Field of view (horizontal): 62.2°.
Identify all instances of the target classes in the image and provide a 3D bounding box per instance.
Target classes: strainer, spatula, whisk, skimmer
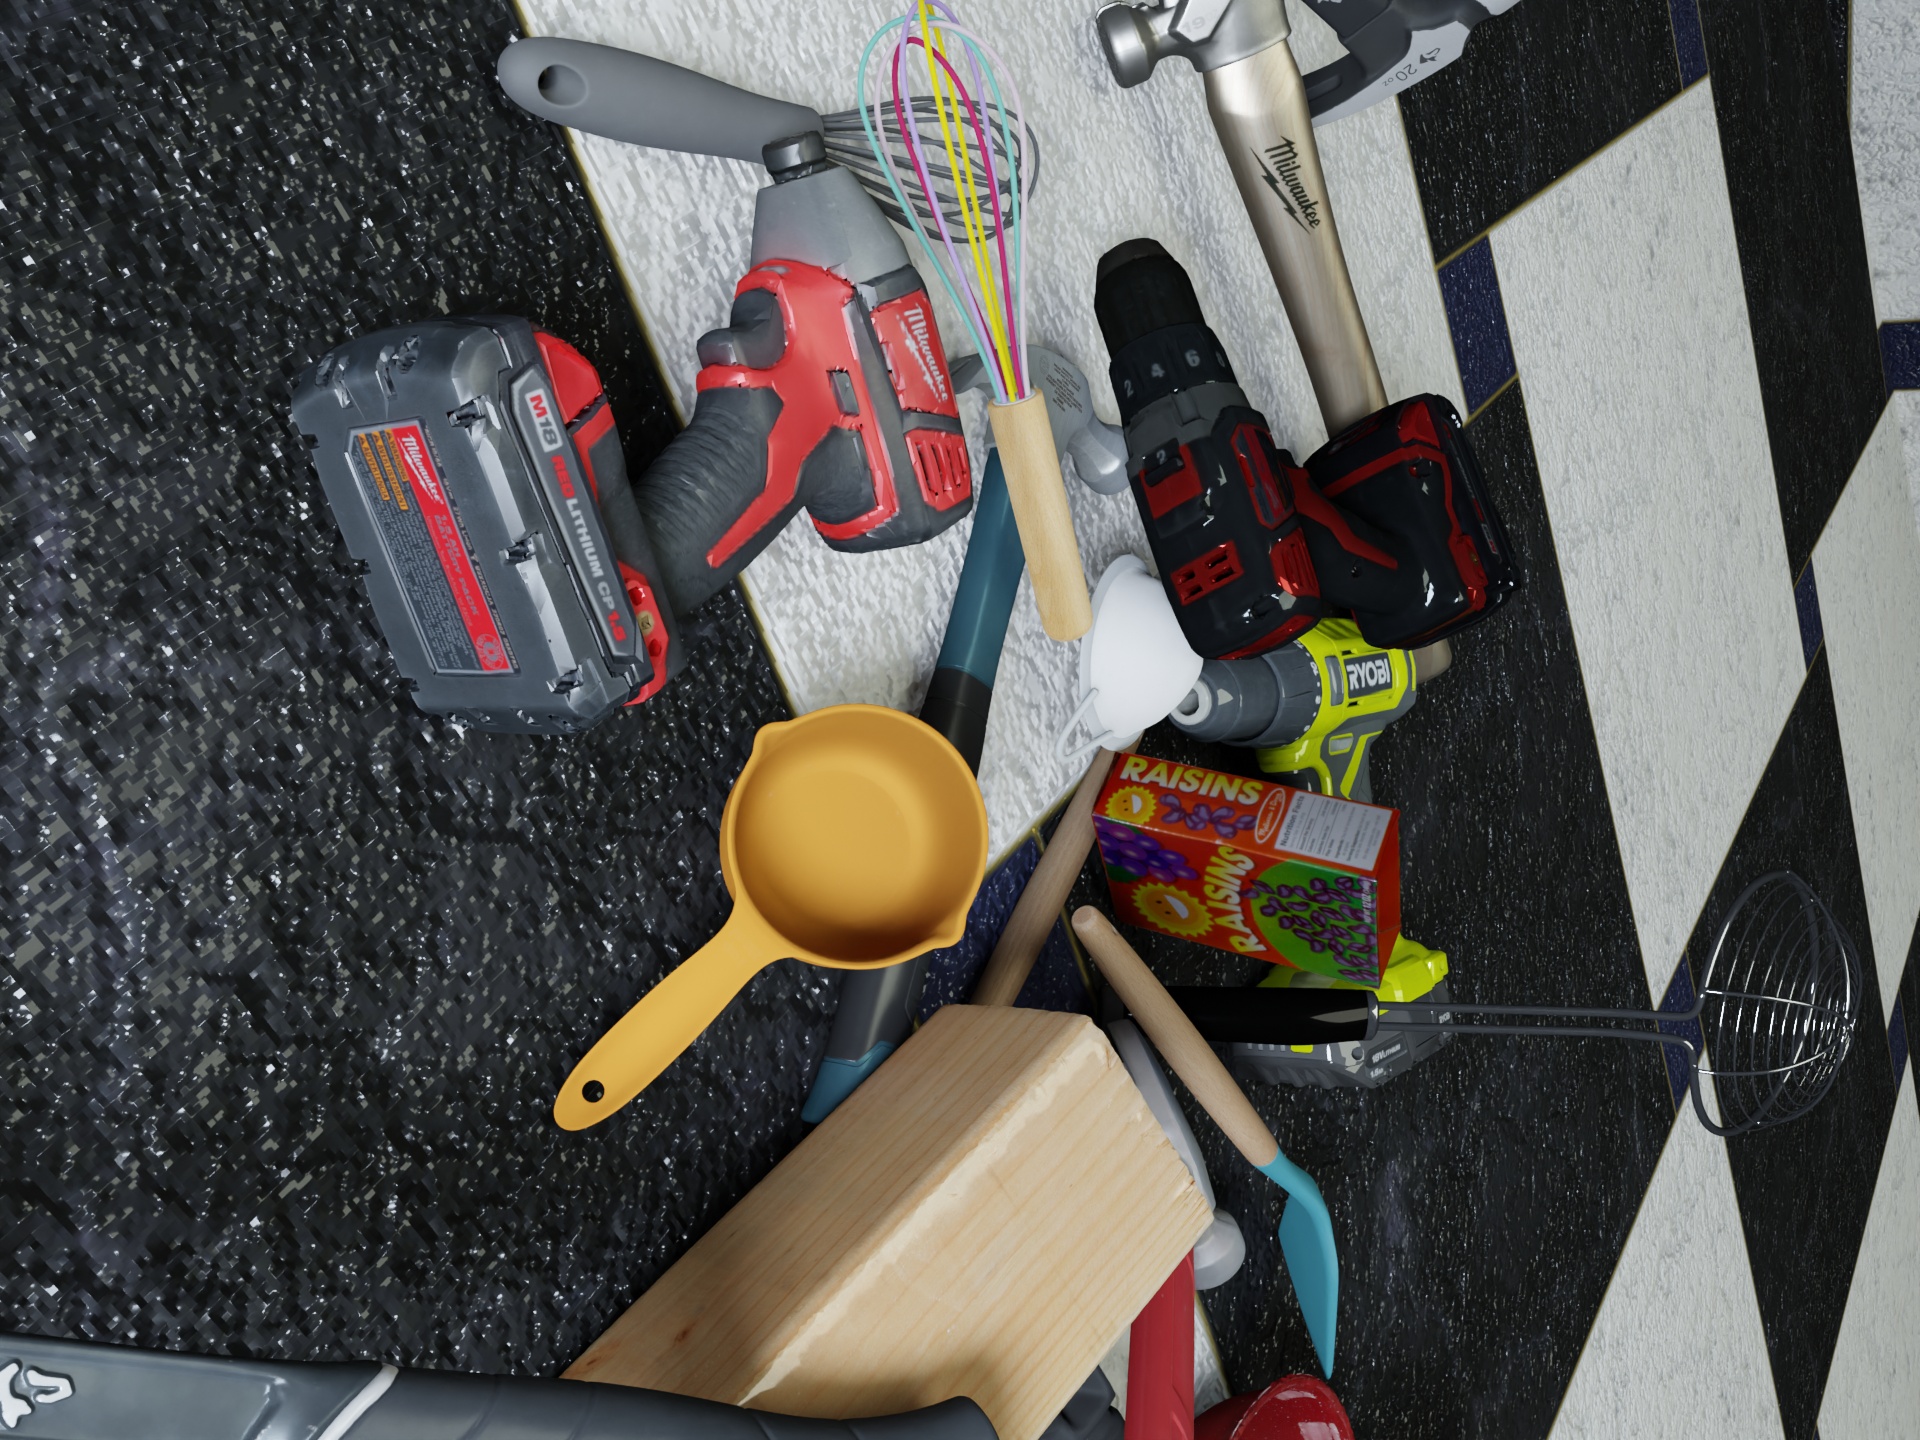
[{"bbox_3d":[0.101,-0.078,0.735,0.086,0.050,0.259,67,34,-41],"label":"strainer"},{"bbox_3d":[0.015,0.113,0.650,0.316,0.018,0.059,-60,145,-33],"label":"spatula"},{"bbox_3d":[-0.056,-0.210,0.567,0.239,0.055,0.055,-7,93,-46],"label":"whisk"},{"bbox_3d":[0.243,0.129,0.739,0.090,0.363,0.127,-93,-176,-80],"label":"skimmer"},{"bbox_3d":[0.116,0.186,0.711,0.317,0.044,0.082,54,15,-35],"label":"spatula"},{"bbox_3d":[0.013,-0.138,0.585,0.051,0.047,0.244,-24,117,-16],"label":"whisk"}]

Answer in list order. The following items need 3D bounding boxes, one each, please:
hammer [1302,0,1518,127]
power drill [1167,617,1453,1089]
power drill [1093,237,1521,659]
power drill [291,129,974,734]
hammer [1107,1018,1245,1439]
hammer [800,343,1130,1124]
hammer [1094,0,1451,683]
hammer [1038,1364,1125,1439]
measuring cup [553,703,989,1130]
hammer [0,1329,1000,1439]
[{"bbox_3d":[0.110,-0.389,0.736,0.334,0.146,0.035,20,59,-35],"label":"hammer"},{"bbox_3d":[0.174,0.062,0.799,0.190,0.080,0.228,-9,92,-50],"label":"power drill"},{"bbox_3d":[0.152,-0.118,0.730,0.226,0.080,0.188,-1,69,-47],"label":"power drill"},{"bbox_3d":[-0.082,-0.097,0.498,0.220,0.078,0.143,-38,121,-46],"label":"power drill"},{"bbox_3d":[0.063,0.274,0.557,0.387,0.038,0.143,-74,142,-61],"label":"hammer"},{"bbox_3d":[-0.001,-0.002,0.627,0.128,0.033,0.331,34,62,-44],"label":"hammer"},{"bbox_3d":[0.204,-0.193,0.824,0.038,0.146,0.410,-97,164,-57],"label":"hammer"},{"bbox_3d":[-0.051,0.323,0.514,0.337,0.034,0.127,-46,115,-42],"label":"hammer"},{"bbox_3d":[-0.068,0.069,0.533,0.173,0.052,0.095,-44,93,-15],"label":"measuring cup"},{"bbox_3d":[-0.157,0.156,0.345,0.408,0.036,0.149,21,74,-28],"label":"hammer"}]
